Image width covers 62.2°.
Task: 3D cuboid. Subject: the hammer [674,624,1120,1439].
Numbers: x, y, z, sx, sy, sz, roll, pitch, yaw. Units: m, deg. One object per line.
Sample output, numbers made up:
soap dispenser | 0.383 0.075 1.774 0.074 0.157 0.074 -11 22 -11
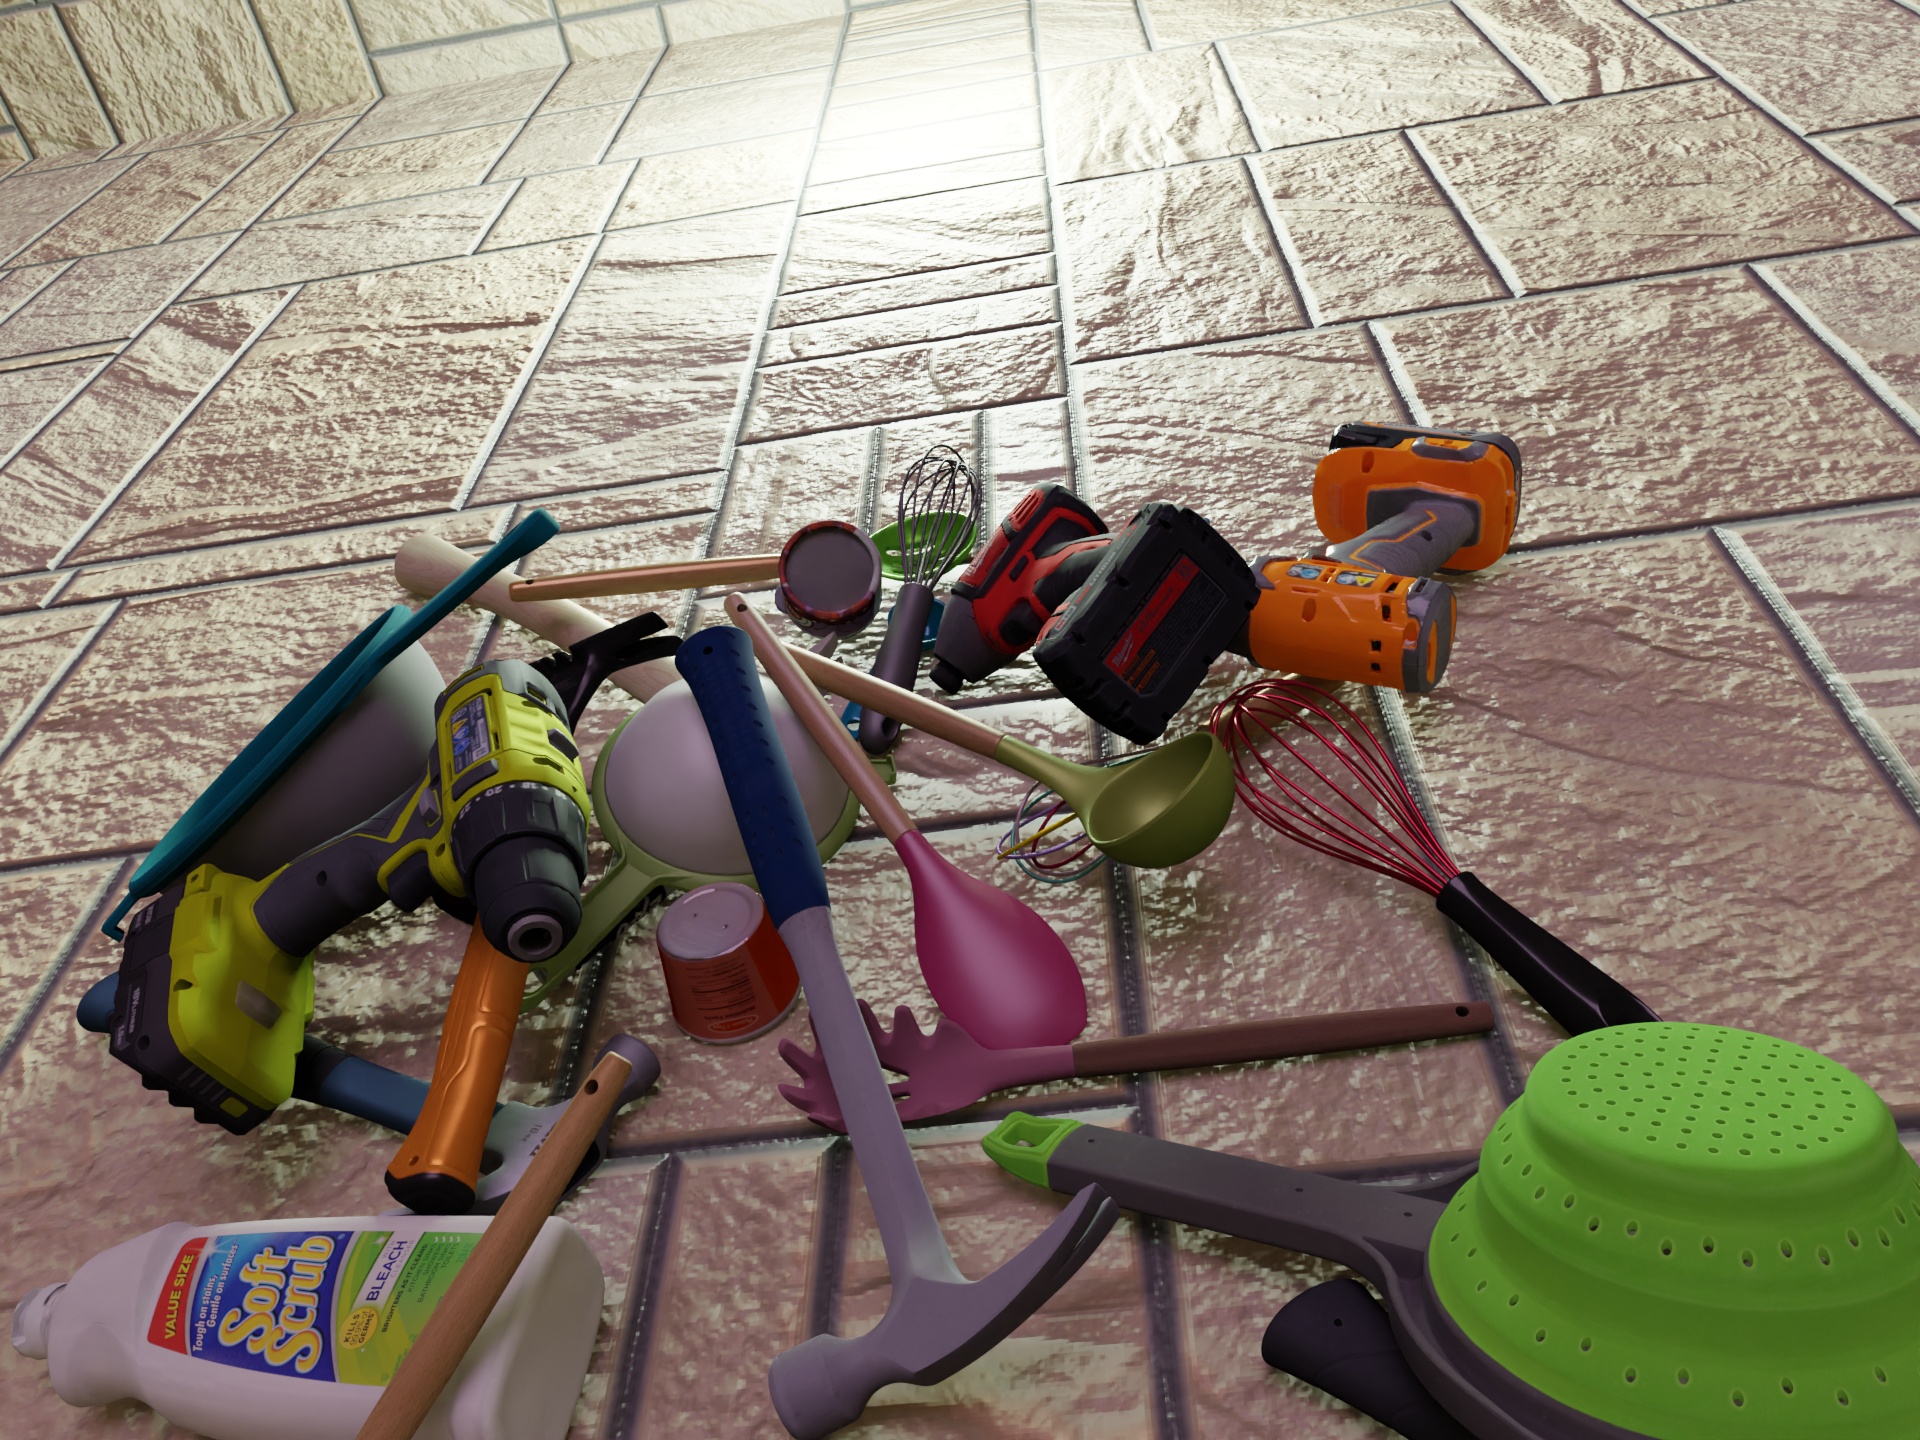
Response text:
hammer | -0.062 0.097 0.717 0.144 0.035 0.406 -28 48 3

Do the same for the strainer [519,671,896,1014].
strainer | -0.155 0.049 0.841 0.151 0.069 0.256 28 49 16

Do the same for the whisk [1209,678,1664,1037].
whisk | 0.221 0.070 0.757 0.073 0.073 0.296 -27 46 -19

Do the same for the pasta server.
pasta server | 0.077 0.146 0.709 0.316 0.040 0.060 -7 52 5

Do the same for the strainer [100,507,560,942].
strainer | -0.307 0.009 0.868 0.340 0.095 0.211 -33 23 26

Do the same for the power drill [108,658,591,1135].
power drill | -0.270 0.087 0.734 0.228 0.080 0.191 -34 37 3

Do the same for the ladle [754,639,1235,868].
ladle | -0.001 -0.003 0.821 0.320 0.062 0.078 23 57 33

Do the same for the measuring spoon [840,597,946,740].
measuring spoon | -0.044 -0.028 0.995 0.042 0.021 0.129 20 54 15

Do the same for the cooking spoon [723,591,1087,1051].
cooking spoon | -0.041 0.042 0.813 0.069 0.017 0.319 -29 60 -16

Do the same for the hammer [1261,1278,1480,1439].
hammer | 0.273 0.285 0.475 0.409 0.036 0.149 21 48 37

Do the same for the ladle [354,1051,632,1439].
ladle | -0.208 0.257 0.562 0.069 0.031 0.315 24 73 27

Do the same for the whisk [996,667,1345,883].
whisk | 0.121 0.021 0.859 0.245 0.047 0.051 -27 55 -25

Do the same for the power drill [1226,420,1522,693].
power drill | 0.228 -0.100 0.937 0.164 0.084 0.226 12 37 29

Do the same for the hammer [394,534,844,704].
hammer | -0.259 -0.067 1.087 0.411 0.038 0.146 25 48 39

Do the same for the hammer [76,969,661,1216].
hammer | -0.315 0.174 0.787 0.331 0.033 0.128 10 41 27

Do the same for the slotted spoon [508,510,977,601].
slotted spoon | -0.143 -0.103 1.071 0.313 0.031 0.070 -7 42 -8

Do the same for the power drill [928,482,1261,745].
power drill | 0.059 -0.063 0.904 0.143 0.078 0.220 -53 24 -5

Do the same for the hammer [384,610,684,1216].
hammer | -0.212 0.082 0.779 0.127 0.034 0.337 -22 41 21

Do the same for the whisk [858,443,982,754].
whisk | -0.029 -0.080 0.992 0.055 0.055 0.239 1 55 17

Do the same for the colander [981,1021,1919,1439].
colander | 0.179 0.159 0.576 0.397 0.094 0.204 4 17 33
